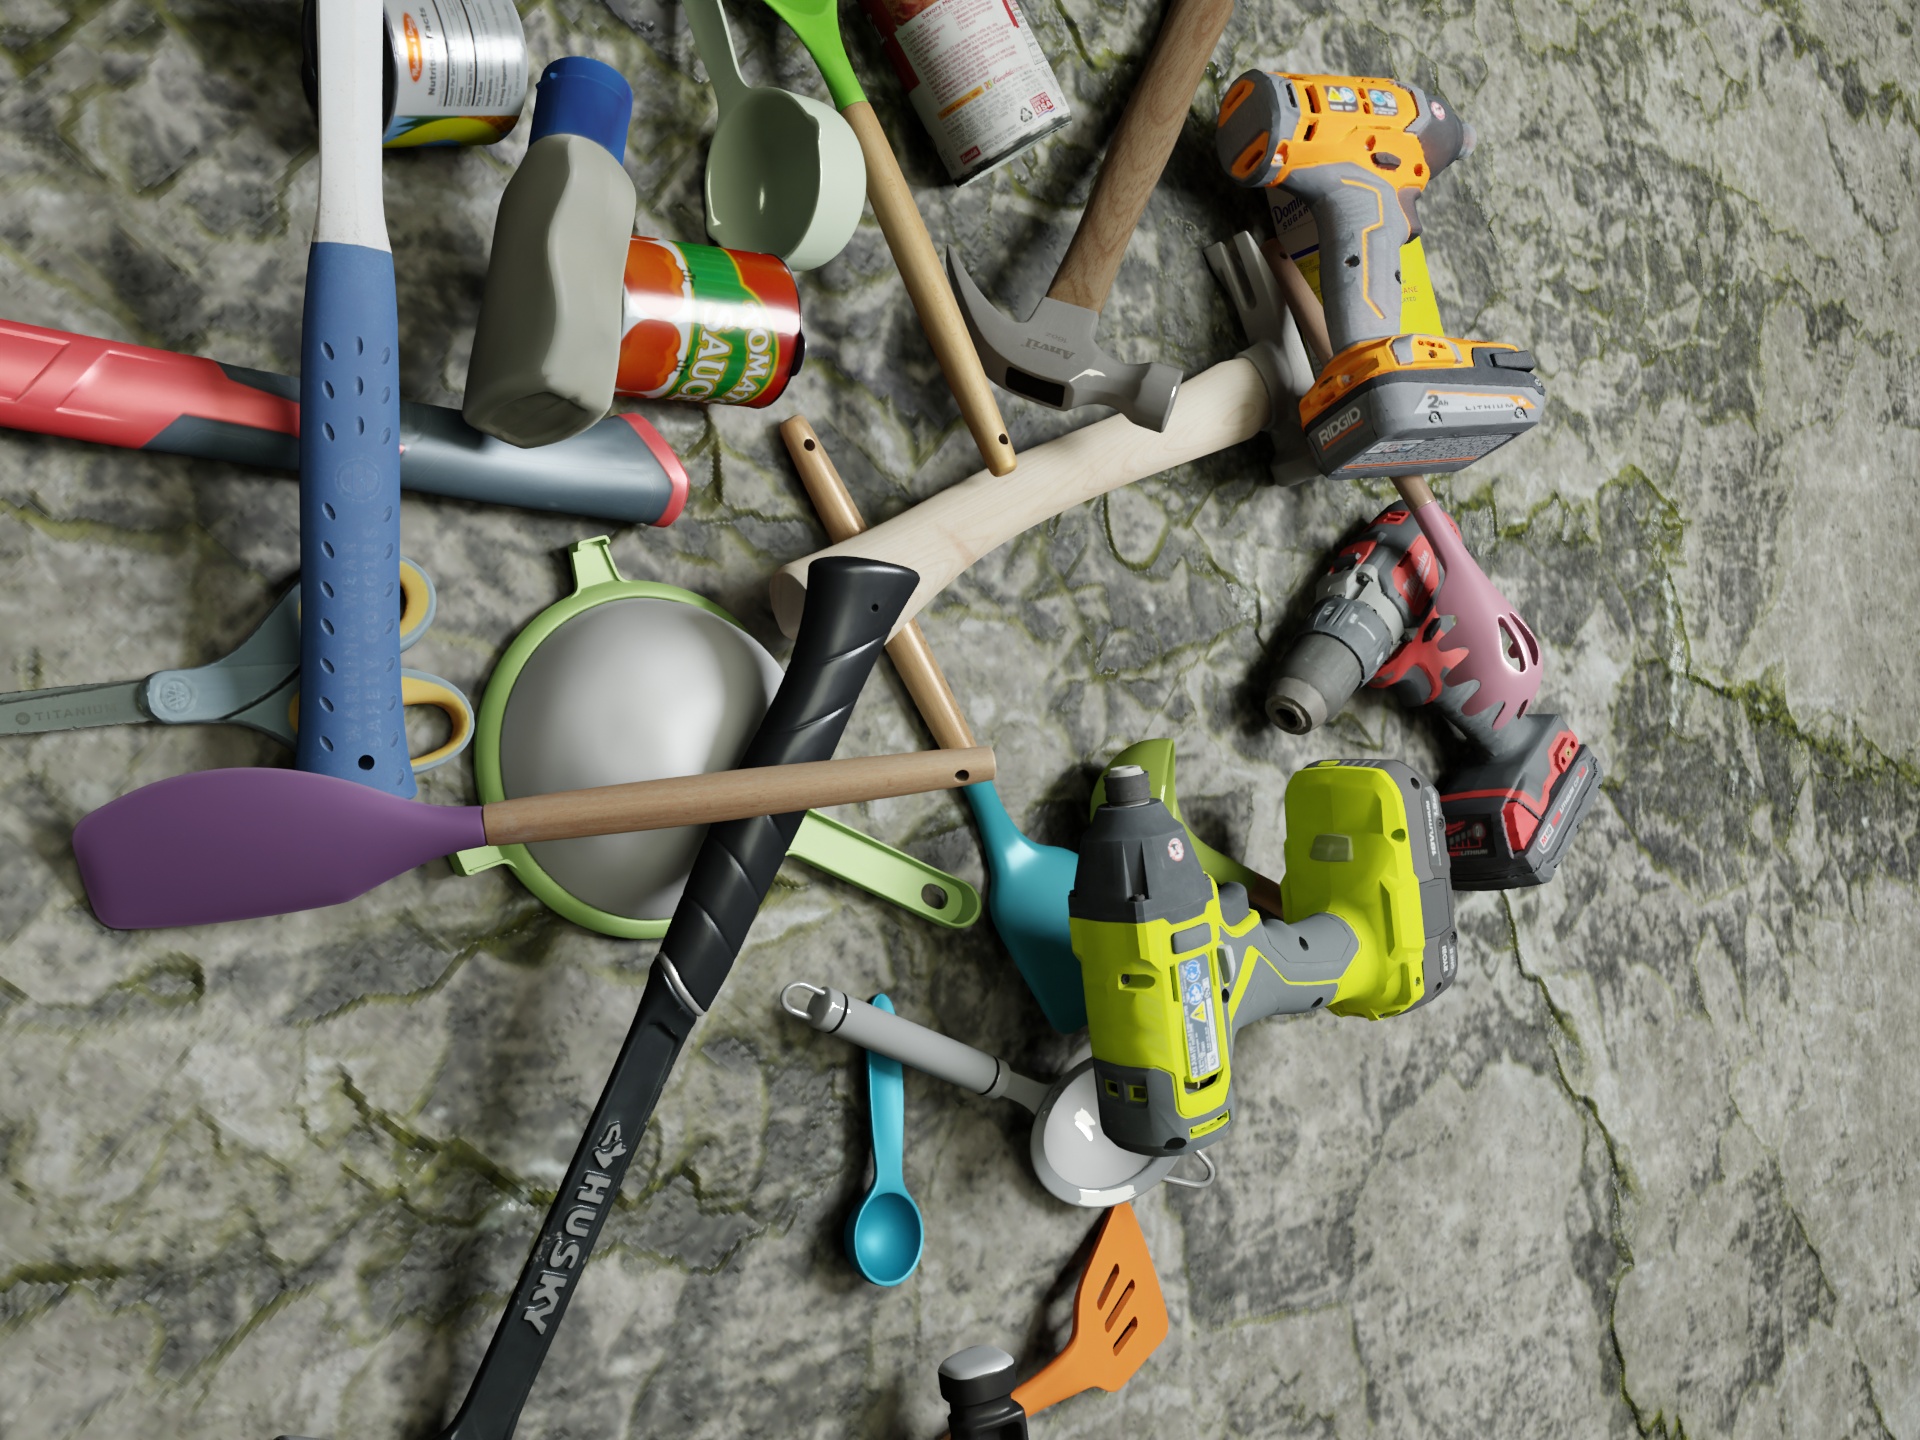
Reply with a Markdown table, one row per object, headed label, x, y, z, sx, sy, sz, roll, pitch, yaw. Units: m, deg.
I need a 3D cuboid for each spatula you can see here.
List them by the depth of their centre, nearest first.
| label | x | y | z | sx | sy | sz | roll | pitch | yaw |
| --- | --- | --- | --- | --- | --- | --- | --- | --- | --- |
| spatula | -0.142 | 0.032 | 0.562 | 0.316 | 0.018 | 0.059 | -6 | 117 | -11 |
| spatula | -0.012 | 0.335 | 0.726 | 0.322 | 0.041 | 0.081 | -25 | 101 | -33 |
| spatula | -0.001 | -0.002 | 0.756 | 0.082 | 0.044 | 0.317 | -34 | 105 | -25 |

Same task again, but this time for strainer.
| label | x | y | z | sx | sy | sz | roll | pitch | yaw |
| --- | --- | --- | --- | --- | --- | --- | --- | --- | --- |
| strainer | -0.076 | 0.036 | 0.676 | 0.256 | 0.069 | 0.151 | 29 | 68 | -31 |
| strainer | 0.020 | 0.169 | 0.751 | 0.258 | 0.050 | 0.087 | 29 | 94 | -31 |

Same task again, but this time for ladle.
| label | x | y | z | sx | sy | sz | roll | pitch | yaw |
| --- | --- | --- | --- | --- | --- | --- | --- | --- | --- |
| ladle | 0.185 | 0.098 | 0.886 | 0.319 | 0.062 | 0.078 | 29 | 61 | -35 |

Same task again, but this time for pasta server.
| label | x | y | z | sx | sy | sz | roll | pitch | yaw |
| --- | --- | --- | --- | --- | --- | --- | --- | --- | --- |
| pasta server | 0.251 | -0.143 | 0.925 | 0.060 | 0.040 | 0.316 | -21 | 78 | -31 |

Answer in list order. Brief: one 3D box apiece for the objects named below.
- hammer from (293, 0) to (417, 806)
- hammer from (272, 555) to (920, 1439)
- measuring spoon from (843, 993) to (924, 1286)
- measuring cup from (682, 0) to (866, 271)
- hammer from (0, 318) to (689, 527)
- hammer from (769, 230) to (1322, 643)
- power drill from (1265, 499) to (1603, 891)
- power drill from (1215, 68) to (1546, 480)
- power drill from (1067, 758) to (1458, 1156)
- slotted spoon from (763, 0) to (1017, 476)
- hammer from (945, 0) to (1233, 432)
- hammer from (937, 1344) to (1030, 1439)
| label | x | y | z | sx | sy | sz | roll | pitch | yaw |
| --- | --- | --- | --- | --- | --- | --- | --- | --- | --- |
| hammer | -0.213 | -0.172 | 0.539 | 0.144 | 0.035 | 0.405 | -4 | 100 | -39 |
| hammer | -0.110 | 0.122 | 0.606 | 0.149 | 0.036 | 0.409 | 29 | 82 | -36 |
| measuring spoon | -0.040 | 0.190 | 0.726 | 0.042 | 0.021 | 0.129 | 13 | 68 | -43 |
| measuring cup | -0.090 | -0.279 | 0.711 | 0.038 | 0.083 | 0.168 | -7 | 74 | -47 |
| hammer | -0.274 | -0.095 | 0.555 | 0.386 | 0.038 | 0.143 | 6 | 83 | -38 |
| hammer | 0.058 | -0.137 | 0.801 | 0.410 | 0.038 | 0.146 | -31 | 103 | -41 |
| power drill | 0.280 | 0.001 | 0.960 | 0.188 | 0.080 | 0.226 | -48 | 111 | -32 |
| power drill | 0.245 | -0.255 | 0.889 | 0.164 | 0.084 | 0.226 | -8 | 78 | -25 |
| power drill | 0.146 | 0.093 | 0.773 | 0.223 | 0.080 | 0.171 | -11 | 96 | -42 |
| slotted spoon | -0.041 | -0.257 | 0.732 | 0.070 | 0.031 | 0.314 | -22 | 88 | -37 |
| hammer | 0.087 | -0.288 | 0.836 | 0.130 | 0.031 | 0.331 | 18 | 58 | 6 |
| hammer | -0.111 | 0.357 | 0.616 | 0.336 | 0.034 | 0.127 | -7 | 87 | -33 |
